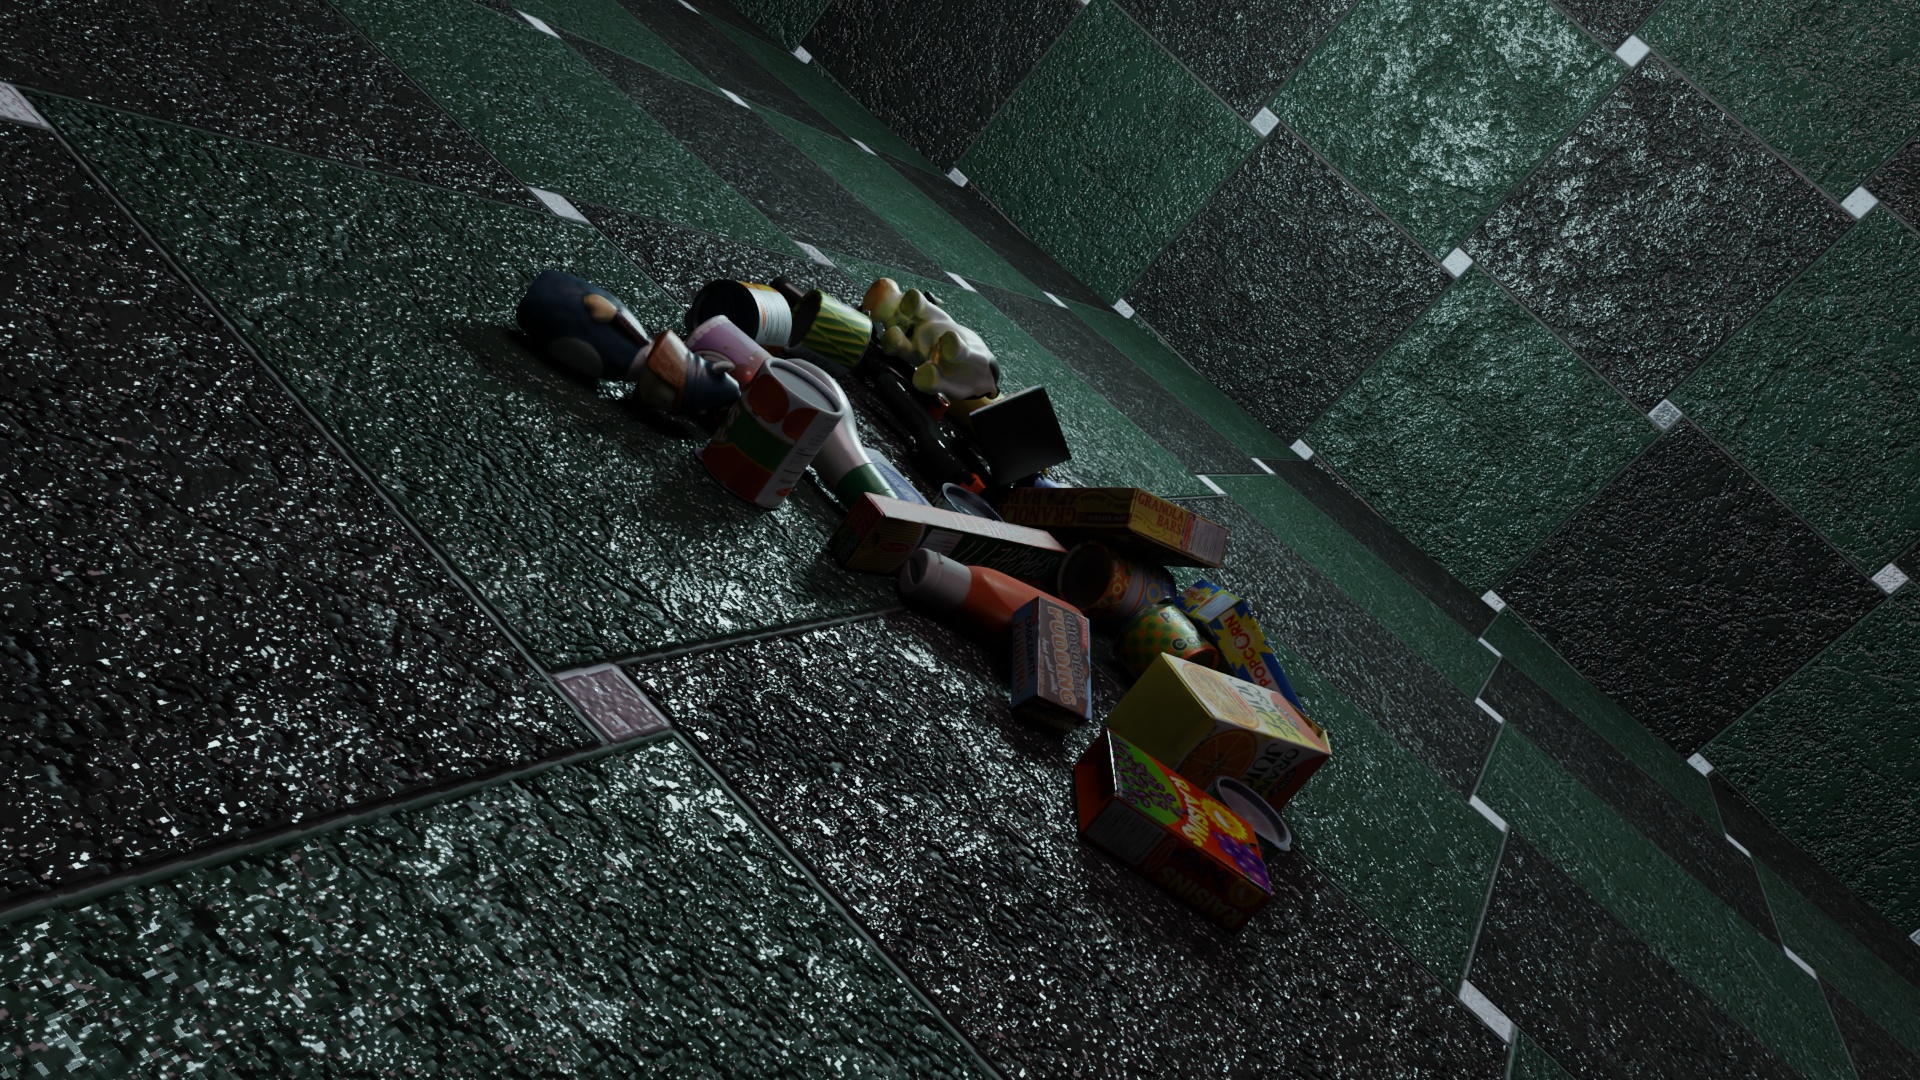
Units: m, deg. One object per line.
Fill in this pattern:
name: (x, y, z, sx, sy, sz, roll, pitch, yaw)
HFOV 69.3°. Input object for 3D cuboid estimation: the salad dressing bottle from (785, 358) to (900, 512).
salad dressing bottle: (-0.099, -0.072, 1.056, 0.148, 0.064, 0.044, 54, 3, 22)

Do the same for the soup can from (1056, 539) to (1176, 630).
soup can: (0.135, 0.042, 1.188, 0.084, 0.071, 0.071, 21, 24, -40)

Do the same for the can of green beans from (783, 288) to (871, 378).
can of green beans: (-0.124, -0.192, 1.289, 0.058, 0.071, 0.071, 26, 21, -31)

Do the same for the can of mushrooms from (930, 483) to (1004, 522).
can of mushrooms: (0.004, -0.014, 1.139, 0.071, 0.033, 0.071, 32, 18, -12)

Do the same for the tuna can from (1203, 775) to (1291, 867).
tuna can: (0.194, 0.199, 0.962, 0.071, 0.032, 0.071, 33, 18, -12)

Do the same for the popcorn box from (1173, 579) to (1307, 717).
popcorn box: (0.231, 0.101, 1.157, 0.126, 0.038, 0.085, 59, -6, -15)

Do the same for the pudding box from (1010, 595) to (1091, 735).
pudding box: (0.063, 0.086, 0.954, 0.049, 0.030, 0.084, 27, 46, -28)

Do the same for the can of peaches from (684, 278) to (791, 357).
can of peaches: (-0.184, -0.183, 1.158, 0.071, 0.071, 0.058, 41, 18, 13)

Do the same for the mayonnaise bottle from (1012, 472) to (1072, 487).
mayonnaise bottle: (0.117, -0.025, 1.366, 0.148, 0.041, 0.065, 24, 20, -31)

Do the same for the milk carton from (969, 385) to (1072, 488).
milk carton: (0.054, -0.101, 1.313, 0.191, 0.073, 0.072, -89, 157, -83)

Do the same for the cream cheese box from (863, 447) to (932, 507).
cream cheese box: (-0.056, -0.035, 1.093, 0.104, 0.024, 0.053, 46, 18, 26)

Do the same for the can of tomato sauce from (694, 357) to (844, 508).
can of tomato sauce: (-0.131, -0.076, 0.958, 0.071, 0.083, 0.071, 34, 18, -12)

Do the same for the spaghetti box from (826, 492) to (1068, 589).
spaghetti box: (-0.002, 0.007, 1.049, 0.029, 0.050, 0.250, 48, 21, 29)

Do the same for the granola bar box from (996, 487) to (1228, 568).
granola bar box: (0.130, -0.011, 1.220, 0.124, 0.039, 0.165, 21, -12, -39)

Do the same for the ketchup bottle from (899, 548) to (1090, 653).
ketchup bottle: (0.025, 0.048, 1.005, 0.149, 0.043, 0.065, 26, 28, -30)

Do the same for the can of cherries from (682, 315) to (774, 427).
can of cherries: (-0.174, -0.121, 1.022, 0.058, 0.071, 0.071, 40, 18, 7)

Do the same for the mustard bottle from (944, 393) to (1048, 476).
mustard bottle: (0.039, -0.122, 1.448, 0.160, 0.048, 0.065, 44, 20, 21)

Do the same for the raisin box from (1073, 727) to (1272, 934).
raisin box: (0.133, 0.182, 0.881, 0.123, 0.040, 0.086, 34, 17, -10)

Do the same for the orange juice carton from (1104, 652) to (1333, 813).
orange juice carton: (0.206, 0.152, 1.040, 0.192, 0.071, 0.073, 21, 24, -41)

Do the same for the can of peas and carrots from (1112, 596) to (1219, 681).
can of peas and carrots: (0.168, 0.091, 1.122, 0.071, 0.070, 0.059, 16, 28, -49)
